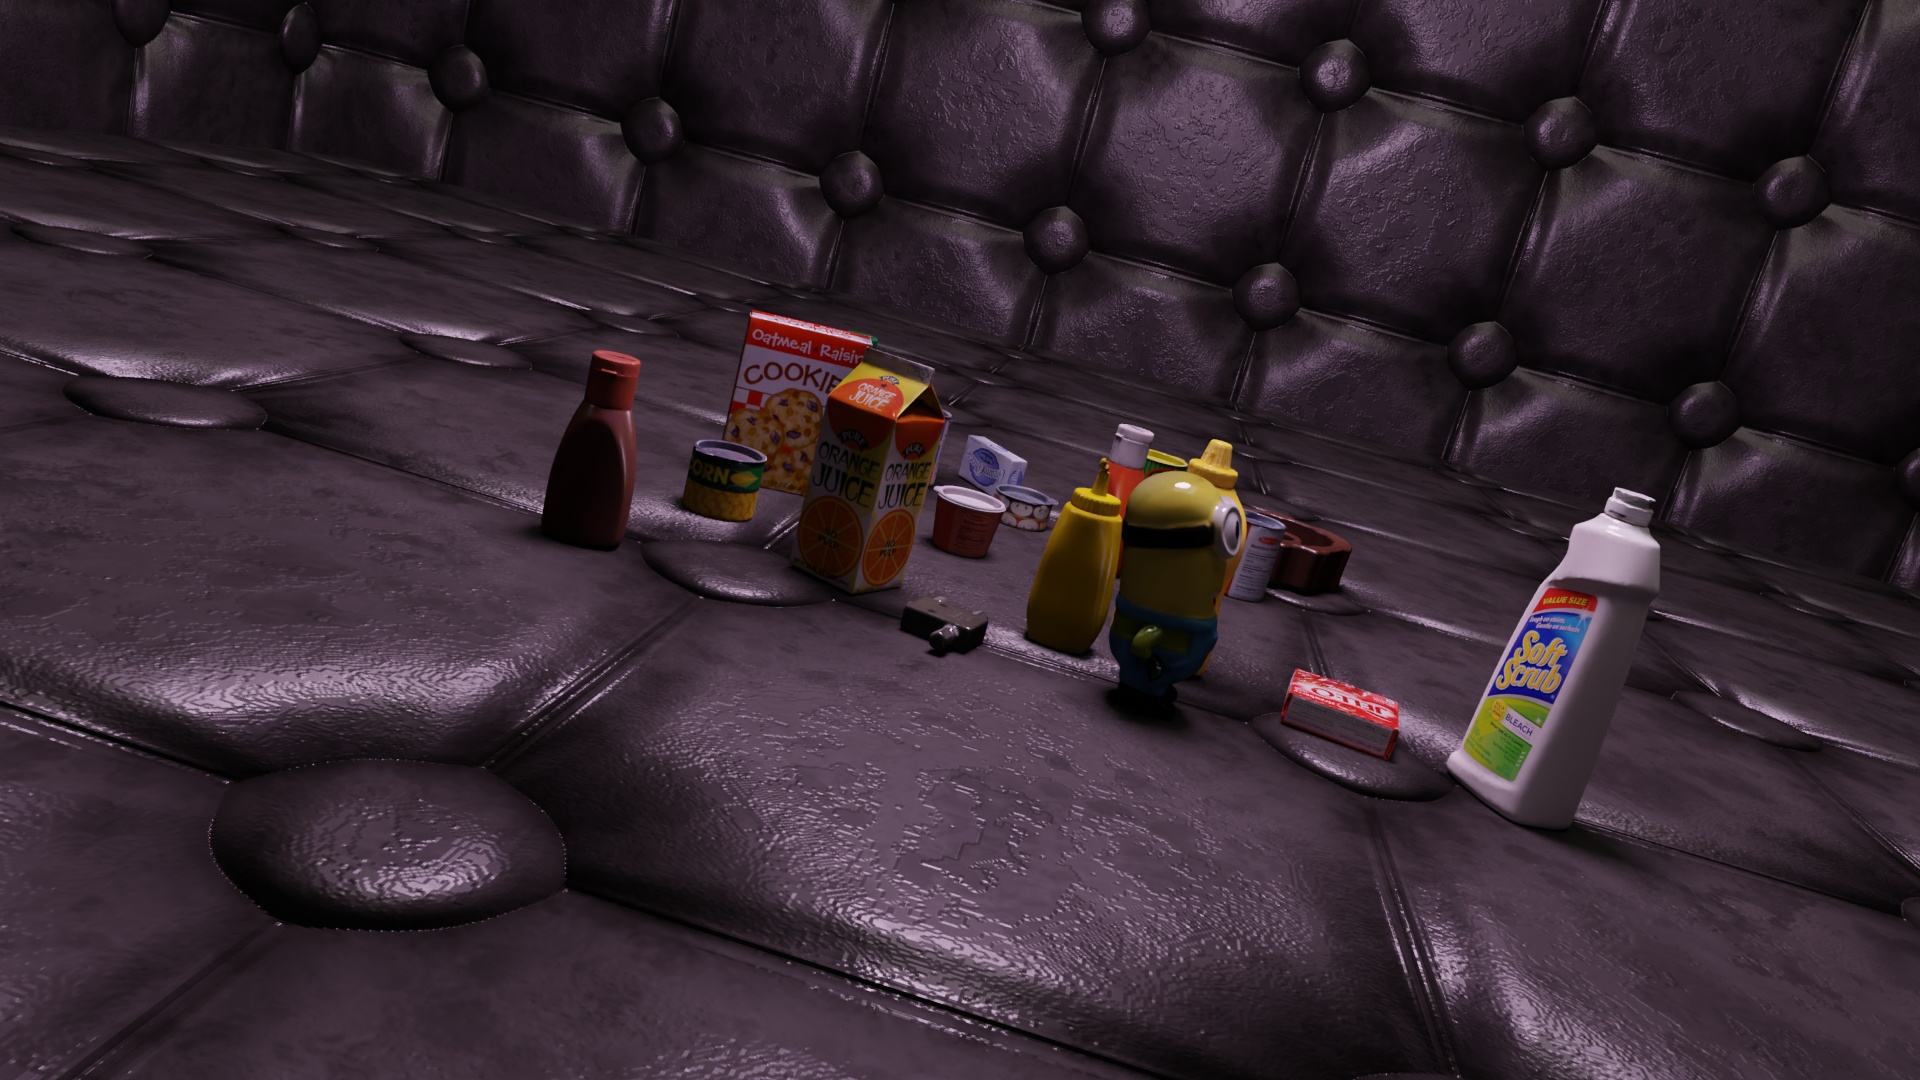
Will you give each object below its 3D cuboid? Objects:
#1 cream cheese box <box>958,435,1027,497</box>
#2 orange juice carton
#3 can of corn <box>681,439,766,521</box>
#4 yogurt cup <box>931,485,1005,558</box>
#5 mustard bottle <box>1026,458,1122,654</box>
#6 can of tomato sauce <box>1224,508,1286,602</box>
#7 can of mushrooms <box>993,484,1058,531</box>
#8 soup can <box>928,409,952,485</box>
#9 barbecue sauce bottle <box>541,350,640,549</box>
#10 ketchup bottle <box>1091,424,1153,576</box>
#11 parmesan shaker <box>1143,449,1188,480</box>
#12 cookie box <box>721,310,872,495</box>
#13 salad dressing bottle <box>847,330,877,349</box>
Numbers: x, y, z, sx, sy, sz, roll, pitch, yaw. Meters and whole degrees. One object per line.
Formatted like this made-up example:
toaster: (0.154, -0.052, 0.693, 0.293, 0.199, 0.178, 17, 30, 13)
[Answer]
cream cheese box: (0.037, -0.083, 1.628, 0.024, 0.053, 0.104, 6, 17, -33)
orange juice carton: (-0.073, -0.059, 1.147, 0.072, 0.192, 0.073, 23, 16, 29)
can of corn: (-0.216, -0.054, 1.255, 0.071, 0.058, 0.071, 14, 14, -4)
yogurt cup: (0.005, -0.017, 1.344, 0.072, 0.053, 0.072, 14, 14, -4)
mustard bottle: (0.100, 0.010, 1.126, 0.065, 0.159, 0.049, 18, 14, 13)
can of tomato sauce: (0.298, 0.014, 1.464, 0.071, 0.083, 0.071, 14, 14, -4)
can of mushrooms: (0.069, -0.035, 1.518, 0.071, 0.033, 0.071, 14, 14, -4)
soup can: (-0.054, -0.112, 1.582, 0.071, 0.083, 0.071, 14, 14, -4)
barbecue sauce bottle: (-0.279, -0.070, 1.071, 0.065, 0.148, 0.044, 14, 14, -3)
ketchup bottle: (0.156, -0.042, 1.401, 0.043, 0.148, 0.065, 7, 16, -29)
parmesan shaker: (0.211, -0.046, 1.562, 0.071, 0.102, 0.071, 14, 14, -4)
cookie box: (-0.166, -0.133, 1.383, 0.123, 0.167, 0.040, 12, 14, -13)
salad dressing bottle: (-0.128, -0.160, 1.561, 0.064, 0.147, 0.044, 4, 17, -37)
